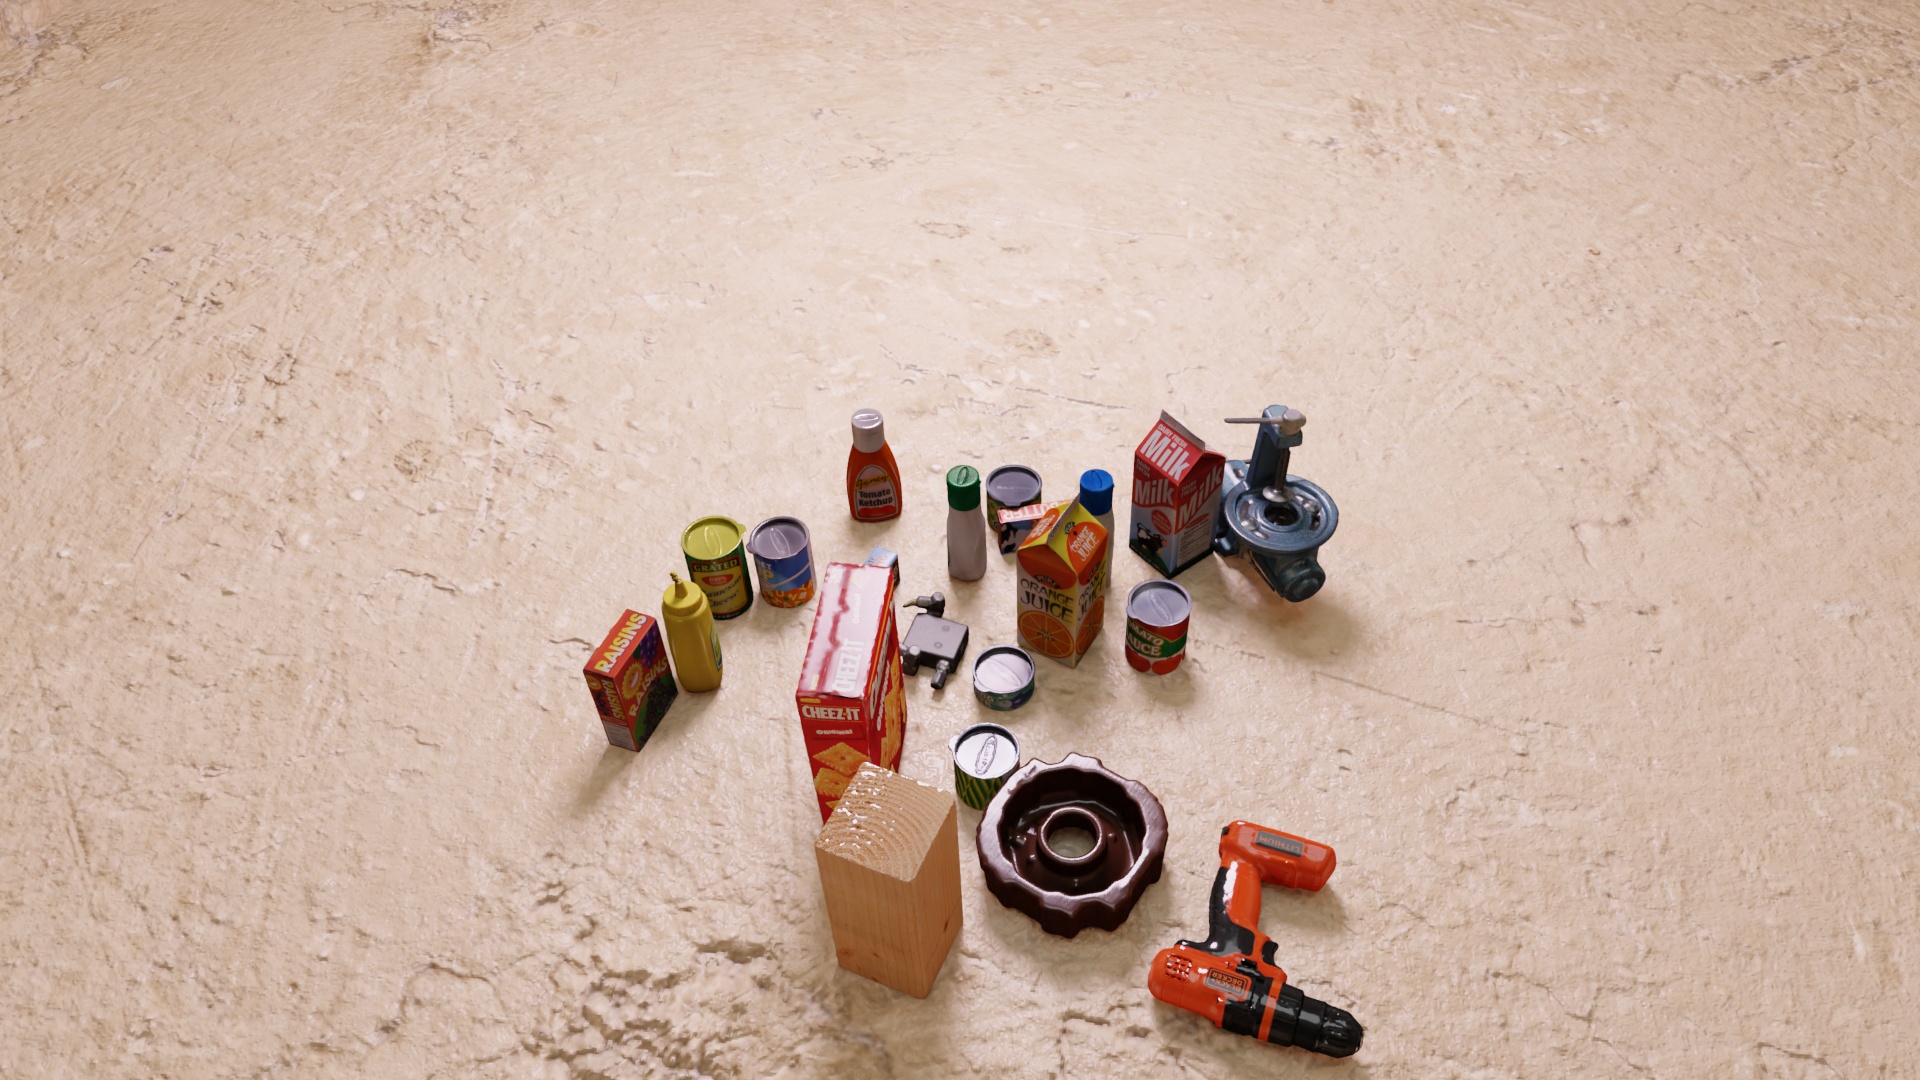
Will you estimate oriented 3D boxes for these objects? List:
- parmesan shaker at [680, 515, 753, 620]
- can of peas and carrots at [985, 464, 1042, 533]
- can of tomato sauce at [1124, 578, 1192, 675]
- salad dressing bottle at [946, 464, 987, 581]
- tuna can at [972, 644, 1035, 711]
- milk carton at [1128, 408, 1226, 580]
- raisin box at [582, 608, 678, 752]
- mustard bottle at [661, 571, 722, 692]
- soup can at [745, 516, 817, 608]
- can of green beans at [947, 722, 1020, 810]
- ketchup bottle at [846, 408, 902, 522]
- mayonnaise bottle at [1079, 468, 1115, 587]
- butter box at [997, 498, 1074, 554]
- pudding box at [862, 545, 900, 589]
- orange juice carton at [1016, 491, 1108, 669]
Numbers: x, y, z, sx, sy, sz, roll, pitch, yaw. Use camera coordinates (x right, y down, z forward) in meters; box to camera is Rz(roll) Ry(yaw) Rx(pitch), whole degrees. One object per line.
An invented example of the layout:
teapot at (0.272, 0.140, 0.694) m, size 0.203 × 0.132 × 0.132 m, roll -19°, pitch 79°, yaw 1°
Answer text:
parmesan shaker at (-0.264, 0.031, 1.534) m, size 0.071 × 0.102 × 0.072 m, roll -1°, pitch 46°, yaw 1°
can of peas and carrots at (0.063, -0.044, 1.624) m, size 0.071 × 0.058 × 0.071 m, roll -1°, pitch 46°, yaw 1°
can of tomato sauce at (0.206, 0.093, 1.467) m, size 0.071 × 0.082 × 0.071 m, roll -1°, pitch 46°, yaw 1°
salad dressing bottle at (0.005, -0.019, 1.540) m, size 0.044 × 0.146 × 0.064 m, roll 8°, pitch 47°, yaw 10°
tuna can at (0.044, 0.146, 1.458) m, size 0.071 × 0.032 × 0.071 m, roll -1°, pitch 46°, yaw 1°
milk carton at (0.239, -0.056, 1.536) m, size 0.074 × 0.189 × 0.072 m, roll -29°, pitch 51°, yaw -23°
raisin box at (-0.334, 0.143, 1.414) m, size 0.040 × 0.122 × 0.086 m, roll 15°, pitch 48°, yaw 16°
mustard bottle at (-0.280, 0.090, 1.438) m, size 0.049 × 0.159 × 0.065 m, roll -7°, pitch 46°, yaw -4°
soup can at (-0.199, 0.026, 1.550) m, size 0.071 × 0.083 × 0.072 m, roll -1°, pitch 46°, yaw 1°
can of green beans at (0.026, 0.223, 1.366) m, size 0.071 × 0.057 × 0.071 m, roll -1°, pitch 46°, yaw 1°
ketchup bottle at (-0.103, -0.087, 1.611) m, size 0.065 × 0.148 × 0.044 m, roll -6°, pitch 46°, yaw -3°
mayonnaise bottle at (0.147, -0.014, 1.529) m, size 0.041 × 0.147 × 0.065 m, roll -10°, pitch 46°, yaw -7°
butter box at (0.094, -0.017, 1.600) m, size 0.103 × 0.052 × 0.024 m, roll -9°, pitch 46°, yaw -6°
pudding box at (-0.100, 0.052, 1.543) m, size 0.030 × 0.049 × 0.084 m, roll 19°, pitch 49°, yaw 20°
orange juice carton at (0.106, 0.038, 1.449) m, size 0.073 × 0.191 × 0.072 m, roll 22°, pitch 51°, yaw 22°
